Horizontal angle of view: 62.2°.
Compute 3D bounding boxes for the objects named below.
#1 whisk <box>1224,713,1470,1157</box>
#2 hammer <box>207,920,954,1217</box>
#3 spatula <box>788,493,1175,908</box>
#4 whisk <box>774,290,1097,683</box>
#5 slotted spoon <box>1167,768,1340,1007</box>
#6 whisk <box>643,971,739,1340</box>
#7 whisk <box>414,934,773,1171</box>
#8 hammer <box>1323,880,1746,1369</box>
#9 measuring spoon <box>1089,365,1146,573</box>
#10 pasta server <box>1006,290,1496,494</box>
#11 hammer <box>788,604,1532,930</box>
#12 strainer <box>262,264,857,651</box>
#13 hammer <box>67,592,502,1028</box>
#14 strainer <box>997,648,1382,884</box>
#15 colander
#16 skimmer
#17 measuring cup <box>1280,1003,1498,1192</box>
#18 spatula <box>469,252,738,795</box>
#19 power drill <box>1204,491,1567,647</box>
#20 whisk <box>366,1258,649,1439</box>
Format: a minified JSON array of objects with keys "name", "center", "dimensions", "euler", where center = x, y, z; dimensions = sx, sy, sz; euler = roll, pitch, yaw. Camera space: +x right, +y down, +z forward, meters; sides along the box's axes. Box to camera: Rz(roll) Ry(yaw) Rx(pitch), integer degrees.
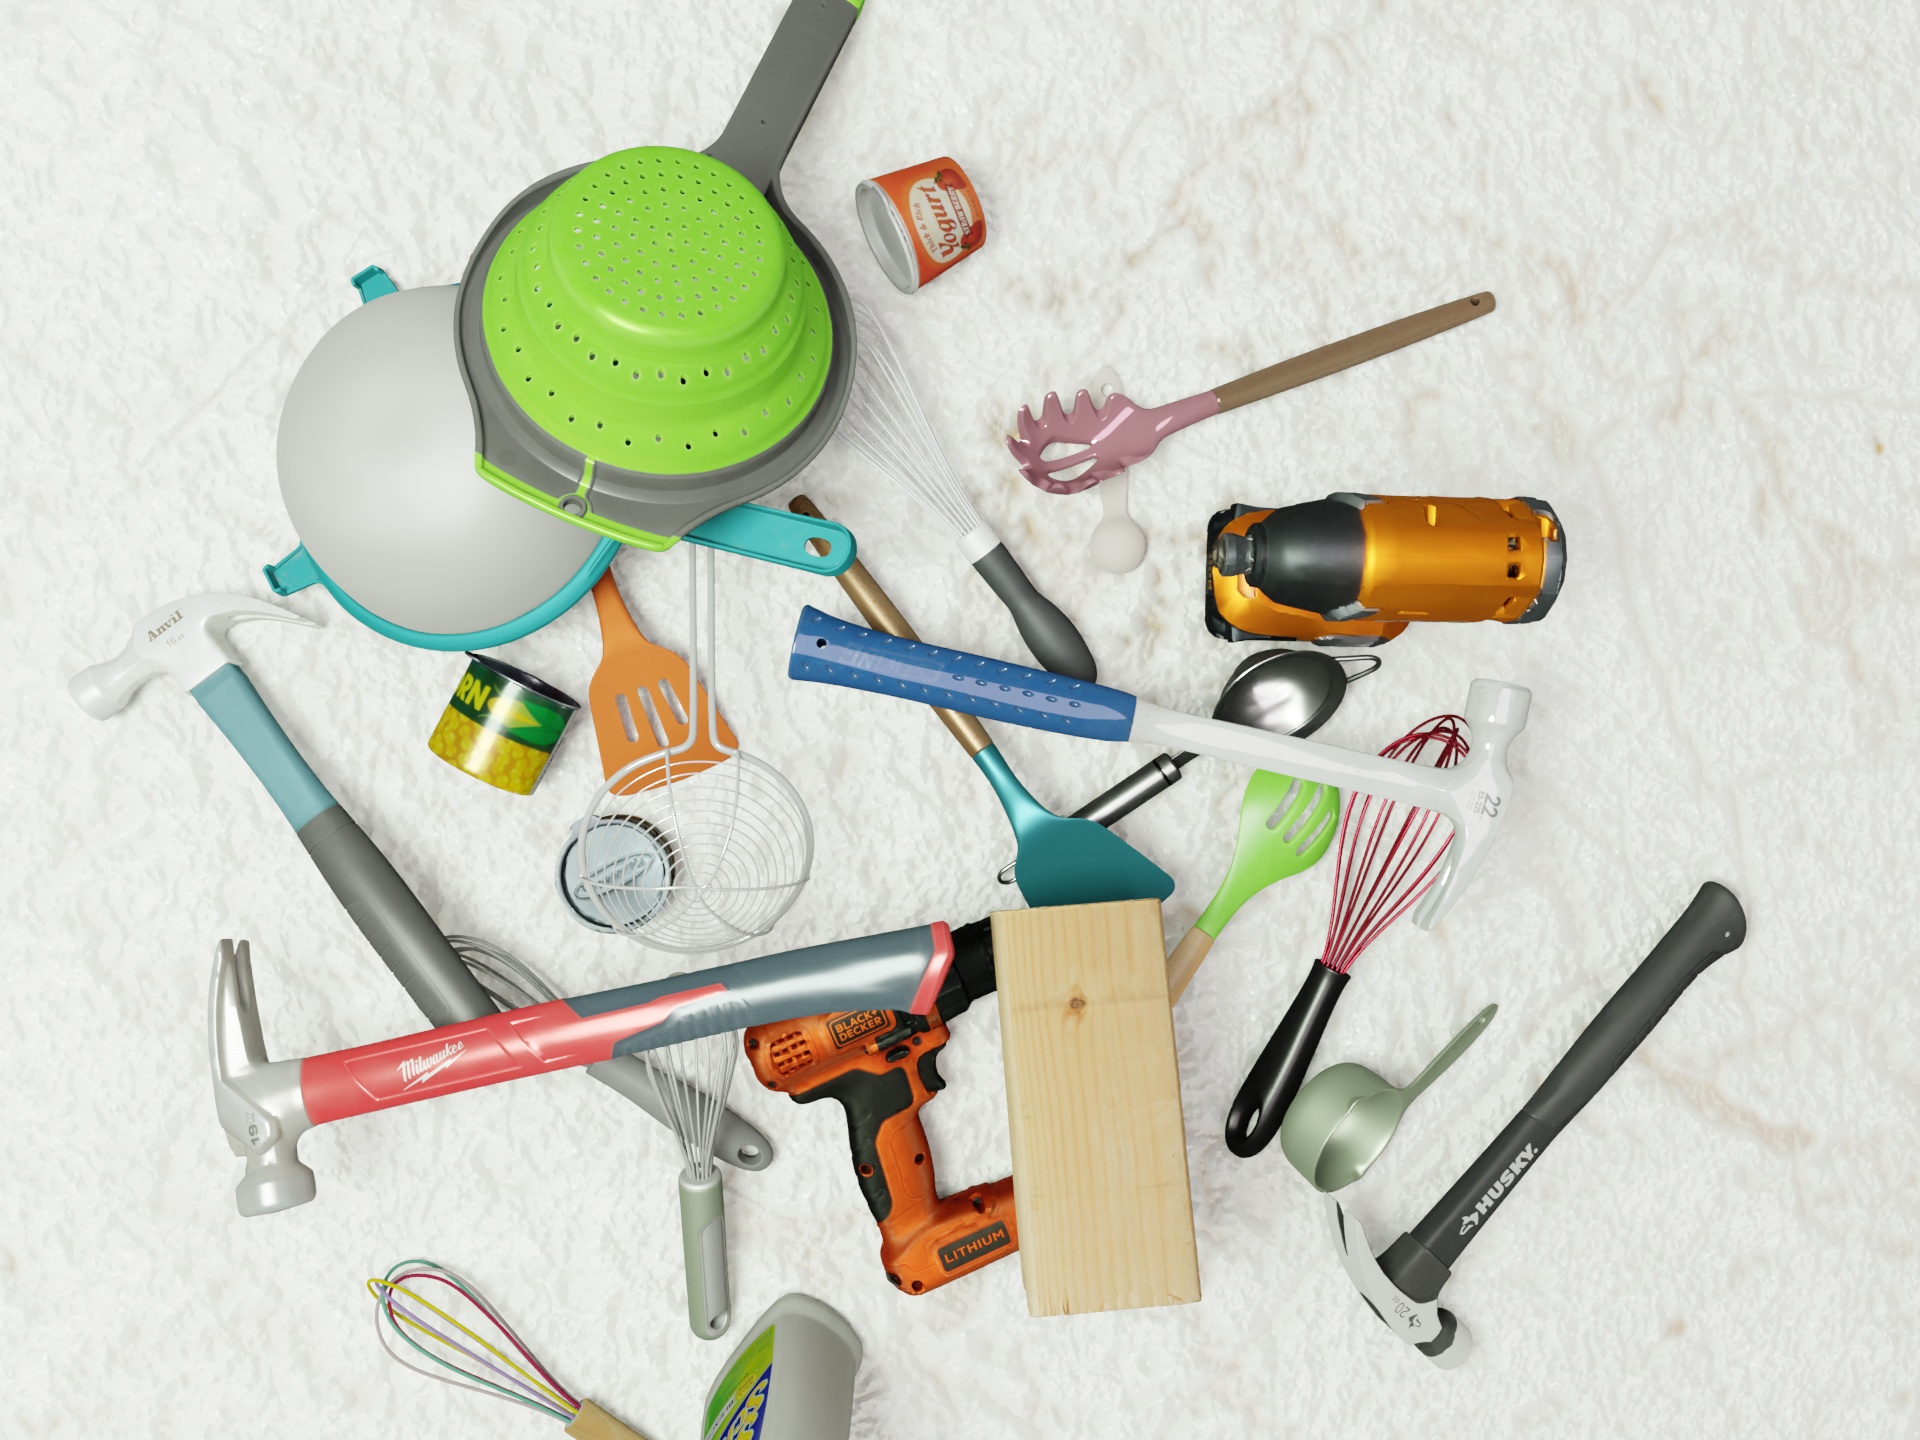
[{"name":"whisk","center":[0.231,0.131,0.950],"dimensions":[0.073,0.073,0.296],"euler":[25,95,-5]},{"name":"hammer","center":[-0.195,0.145,0.828],"dimensions":[0.386,0.038,0.143],"euler":[-13,81,0]},{"name":"spatula","center":[-0.001,-0.003,0.926],"dimensions":[0.082,0.044,0.317],"euler":[-38,84,13]},{"name":"whisk","center":[-0.009,-0.129,0.920],"dimensions":[0.070,0.070,0.284],"euler":[-39,100,-2]},{"name":"slotted spoon","center":[0.129,0.147,0.929],"dimensions":[0.070,0.031,0.314],"euler":[40,80,-19]},{"name":"whisk","center":[-0.147,0.251,0.900],"dimensions":[0.058,0.059,0.246],"euler":[-21,120,-42]},{"name":"whisk","center":[-0.211,0.198,0.921],"dimensions":[0.239,0.055,0.055],"euler":[34,89,-10]},{"name":"hammer","center":[0.357,0.229,0.961],"dimensions":[0.335,0.035,0.146],"euler":[-47,115,-5]},{"name":"measuring spoon","center":[0.091,-0.149,0.944],"dimensions":[0.034,0.018,0.124],"euler":[-5,92,-4]},{"name":"pasta server","center":[0.175,-0.199,0.933],"dimensions":[0.316,0.040,0.060],"euler":[-21,76,-8]},{"name":"hammer","center":[0.105,0.008,0.884],"dimensions":[0.405,0.035,0.144],"euler":[13,90,0]},{"name":"strainer","center":[-0.223,-0.131,0.831],"dimensions":[0.340,0.095,0.211],"euler":[15,86,14]},{"name":"hammer","center":[-0.348,0.066,0.879],"dimensions":[0.128,0.033,0.331],"euler":[-39,83,-4]},{"name":"strainer","center":[0.128,0.022,0.944],"dimensions":[0.258,0.050,0.086],"euler":[-34,138,3]},{"name":"colander","center":[-0.120,-0.282,0.817],"dimensions":[0.204,0.094,0.397],"euler":[23,67,-5]},{"name":"skimmer","center":[-0.148,-0.054,0.898],"dimensions":[0.127,0.090,0.363],"euler":[1,74,-11]},{"name":"measuring cup","center":[0.259,0.215,0.963],"dimensions":[0.167,0.038,0.083],"euler":[-35,135,-21]},{"name":"spatula","center":[-0.220,-0.116,0.919],"dimensions":[0.081,0.041,0.322],"euler":[-20,90,-5]},{"name":"power drill","center":[0.197,-0.082,0.851],"dimensions":[0.164,0.226,0.084],"euler":[1,92,-5]},{"name":"whisk","center":[-0.244,0.394,0.932],"dimensions":[0.245,0.051,0.047],"euler":[38,110,-9]}]
